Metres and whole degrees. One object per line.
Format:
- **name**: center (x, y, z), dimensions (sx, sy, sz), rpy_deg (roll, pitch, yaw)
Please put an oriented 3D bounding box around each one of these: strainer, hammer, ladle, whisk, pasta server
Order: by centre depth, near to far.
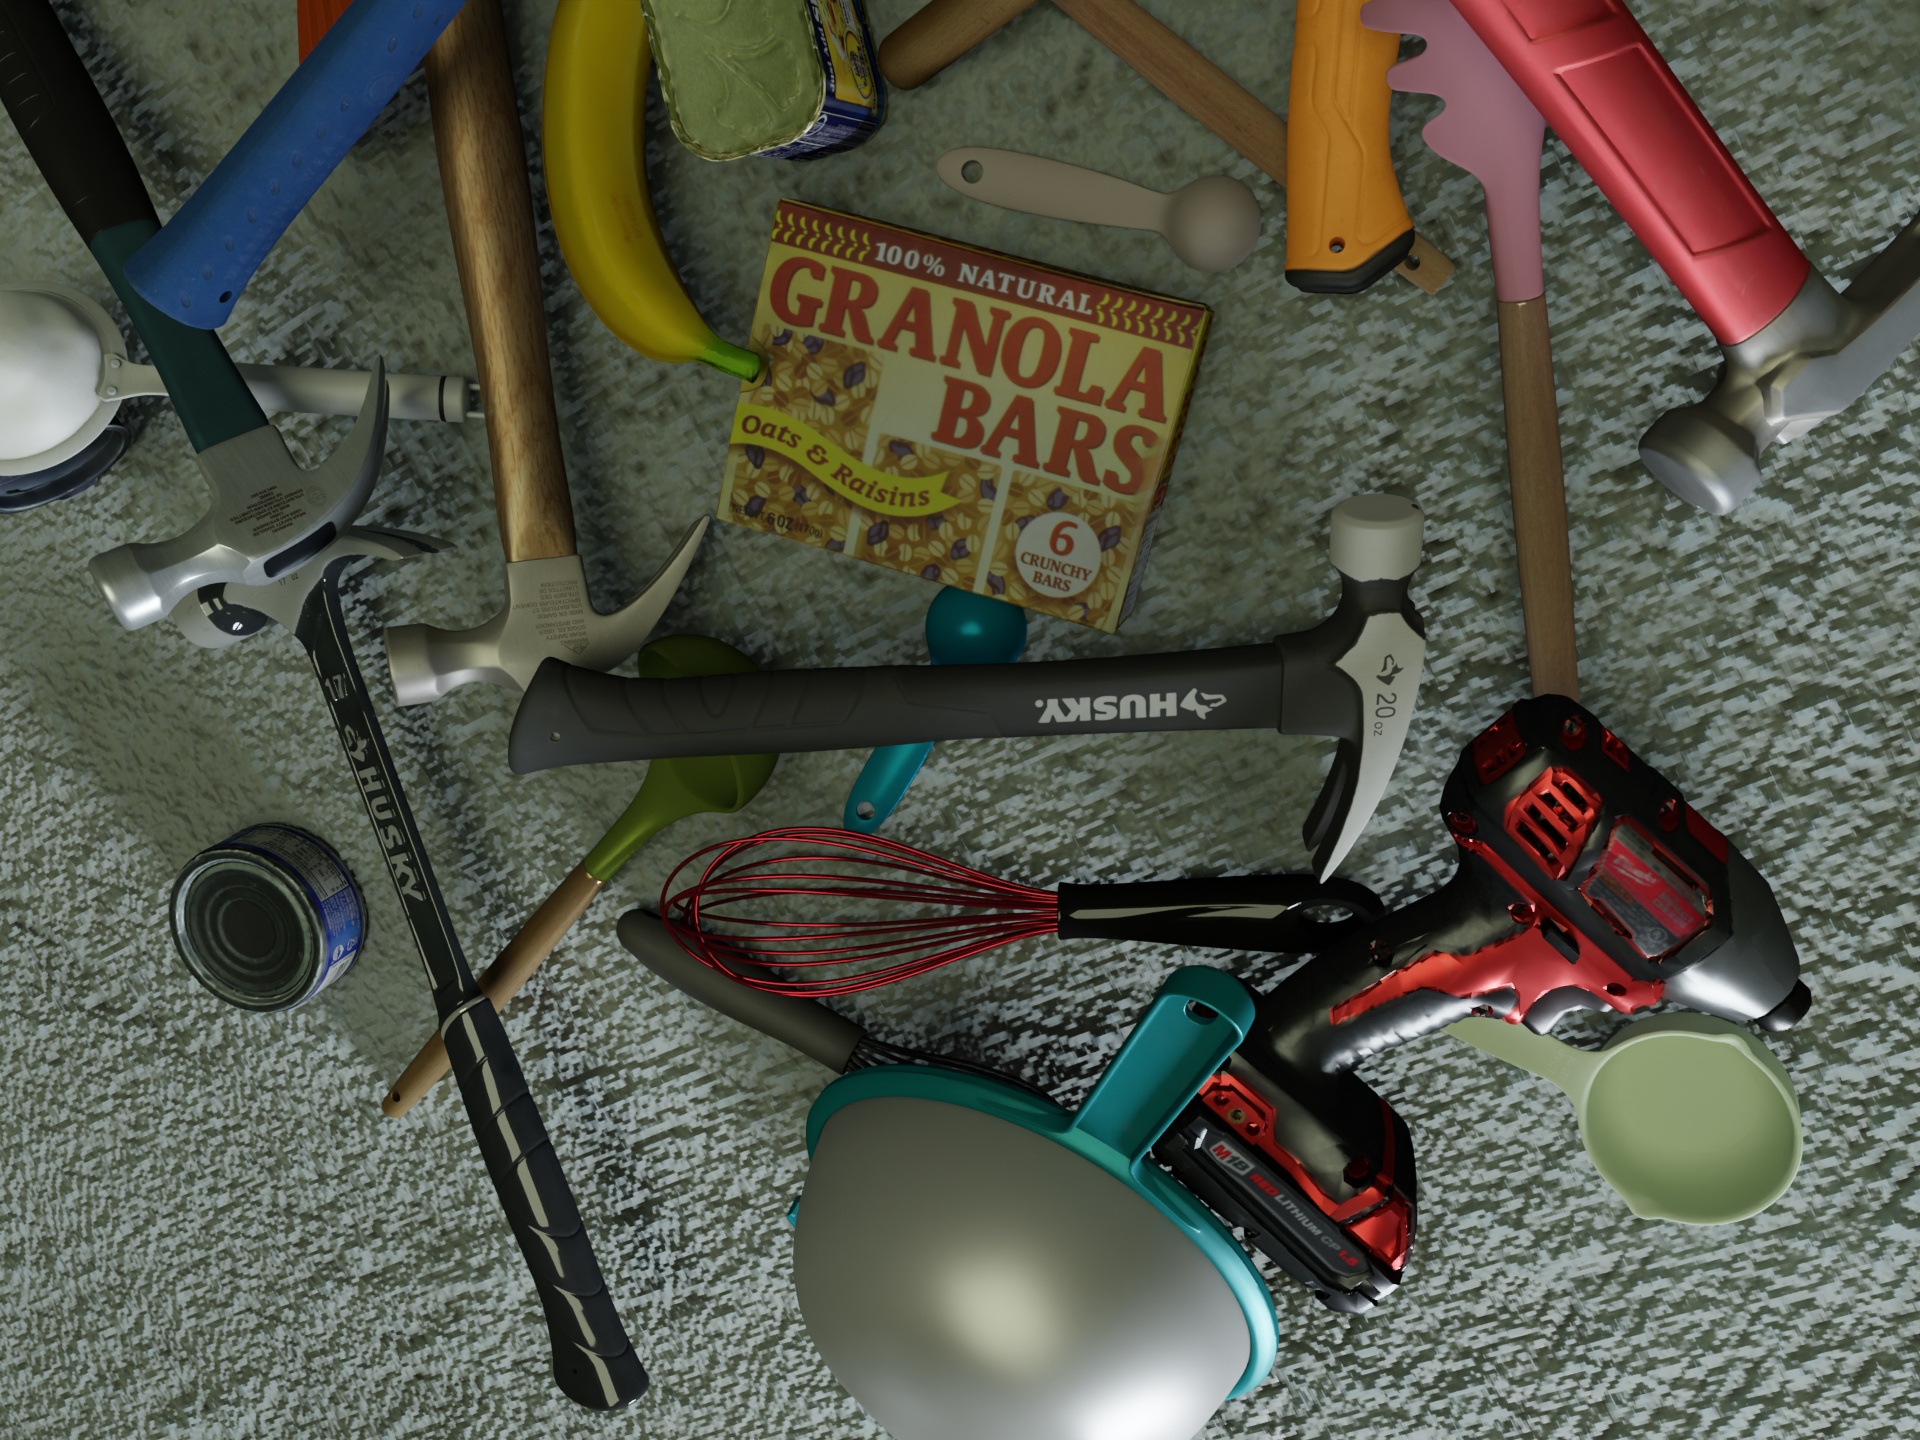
- **hammer**: center (0.158, -0.227, 0.440), dimensions (0.386, 0.038, 0.143), rpy_deg (38, 99, -25)
- **whisk**: center (0.060, -0.273, 0.506), dimensions (0.245, 0.047, 0.051), rpy_deg (-19, 94, 41)
- **hammer**: center (0.124, -0.311, 0.509), dimensions (0.127, 0.034, 0.336), rpy_deg (4, 103, 12)
- **hammer**: center (-0.145, -0.285, 0.520), dimensions (0.405, 0.144, 0.035), rpy_deg (-42, 93, 16)
- **pasta server**: center (0.187, -0.118, 0.539), dimensions (0.060, 0.040, 0.316), rpy_deg (-22, 116, -13)
- **strainer**: center (0.024, 0.202, 0.577), dimensions (0.211, 0.095, 0.340), rpy_deg (30, 142, 8)
- **hammer**: center (-0.001, -0.002, 0.589), dimensions (0.335, 0.035, 0.146), rpy_deg (-3, 119, 1)
- **hammer**: center (-0.176, -0.177, 0.616), dimensions (0.130, 0.031, 0.331), rpy_deg (-9, 97, -19)
- **hammer**: center (-0.334, -0.200, 0.623), dimensions (0.128, 0.033, 0.331), rpy_deg (-28, 80, -21)
- **strainer**: center (-0.315, -0.140, 0.647), dimensions (0.258, 0.050, 0.087), rpy_deg (2, 76, -8)
- **whisk**: center (0.021, 0.078, 0.648), dimensions (0.296, 0.073, 0.073), rpy_deg (-1, 105, 8)
- **whisk**: center (-0.049, 0.145, 0.689), dimensions (0.239, 0.055, 0.055), rpy_deg (28, 110, 9)
- **hammer**: center (-0.218, 0.110, 0.692), dimensions (0.149, 0.036, 0.409), rpy_deg (-16, 96, 31)
- **ladle**: center (-0.183, 0.083, 0.701), dimensions (0.320, 0.062, 0.078), rpy_deg (-47, 70, 24)

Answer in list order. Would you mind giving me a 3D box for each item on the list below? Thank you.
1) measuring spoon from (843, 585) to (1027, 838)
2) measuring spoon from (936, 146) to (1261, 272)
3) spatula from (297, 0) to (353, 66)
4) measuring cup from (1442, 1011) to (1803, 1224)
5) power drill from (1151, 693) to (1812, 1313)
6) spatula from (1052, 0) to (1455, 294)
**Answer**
- **measuring spoon**: center (-0.017, 0.000, 0.651), dimensions (0.042, 0.021, 0.128), rpy_deg (33, 109, 4)
- **measuring spoon**: center (0.048, -0.191, 0.582), dimensions (0.124, 0.018, 0.034), rpy_deg (16, 109, 10)
- **spatula**: center (-0.298, -0.380, 0.605), dimensions (0.081, 0.041, 0.322), rpy_deg (-24, 97, 45)
- **measuring cup**: center (0.240, 0.129, 0.622), dimensions (0.168, 0.038, 0.083), rpy_deg (27, 111, 24)
- **power drill**: center (0.184, 0.108, 0.577), dimensions (0.143, 0.078, 0.219), rpy_deg (41, 113, -4)
- **spatula**: center (0.049, -0.255, 0.563), dimensions (0.316, 0.018, 0.059), rpy_deg (40, 125, 1)
